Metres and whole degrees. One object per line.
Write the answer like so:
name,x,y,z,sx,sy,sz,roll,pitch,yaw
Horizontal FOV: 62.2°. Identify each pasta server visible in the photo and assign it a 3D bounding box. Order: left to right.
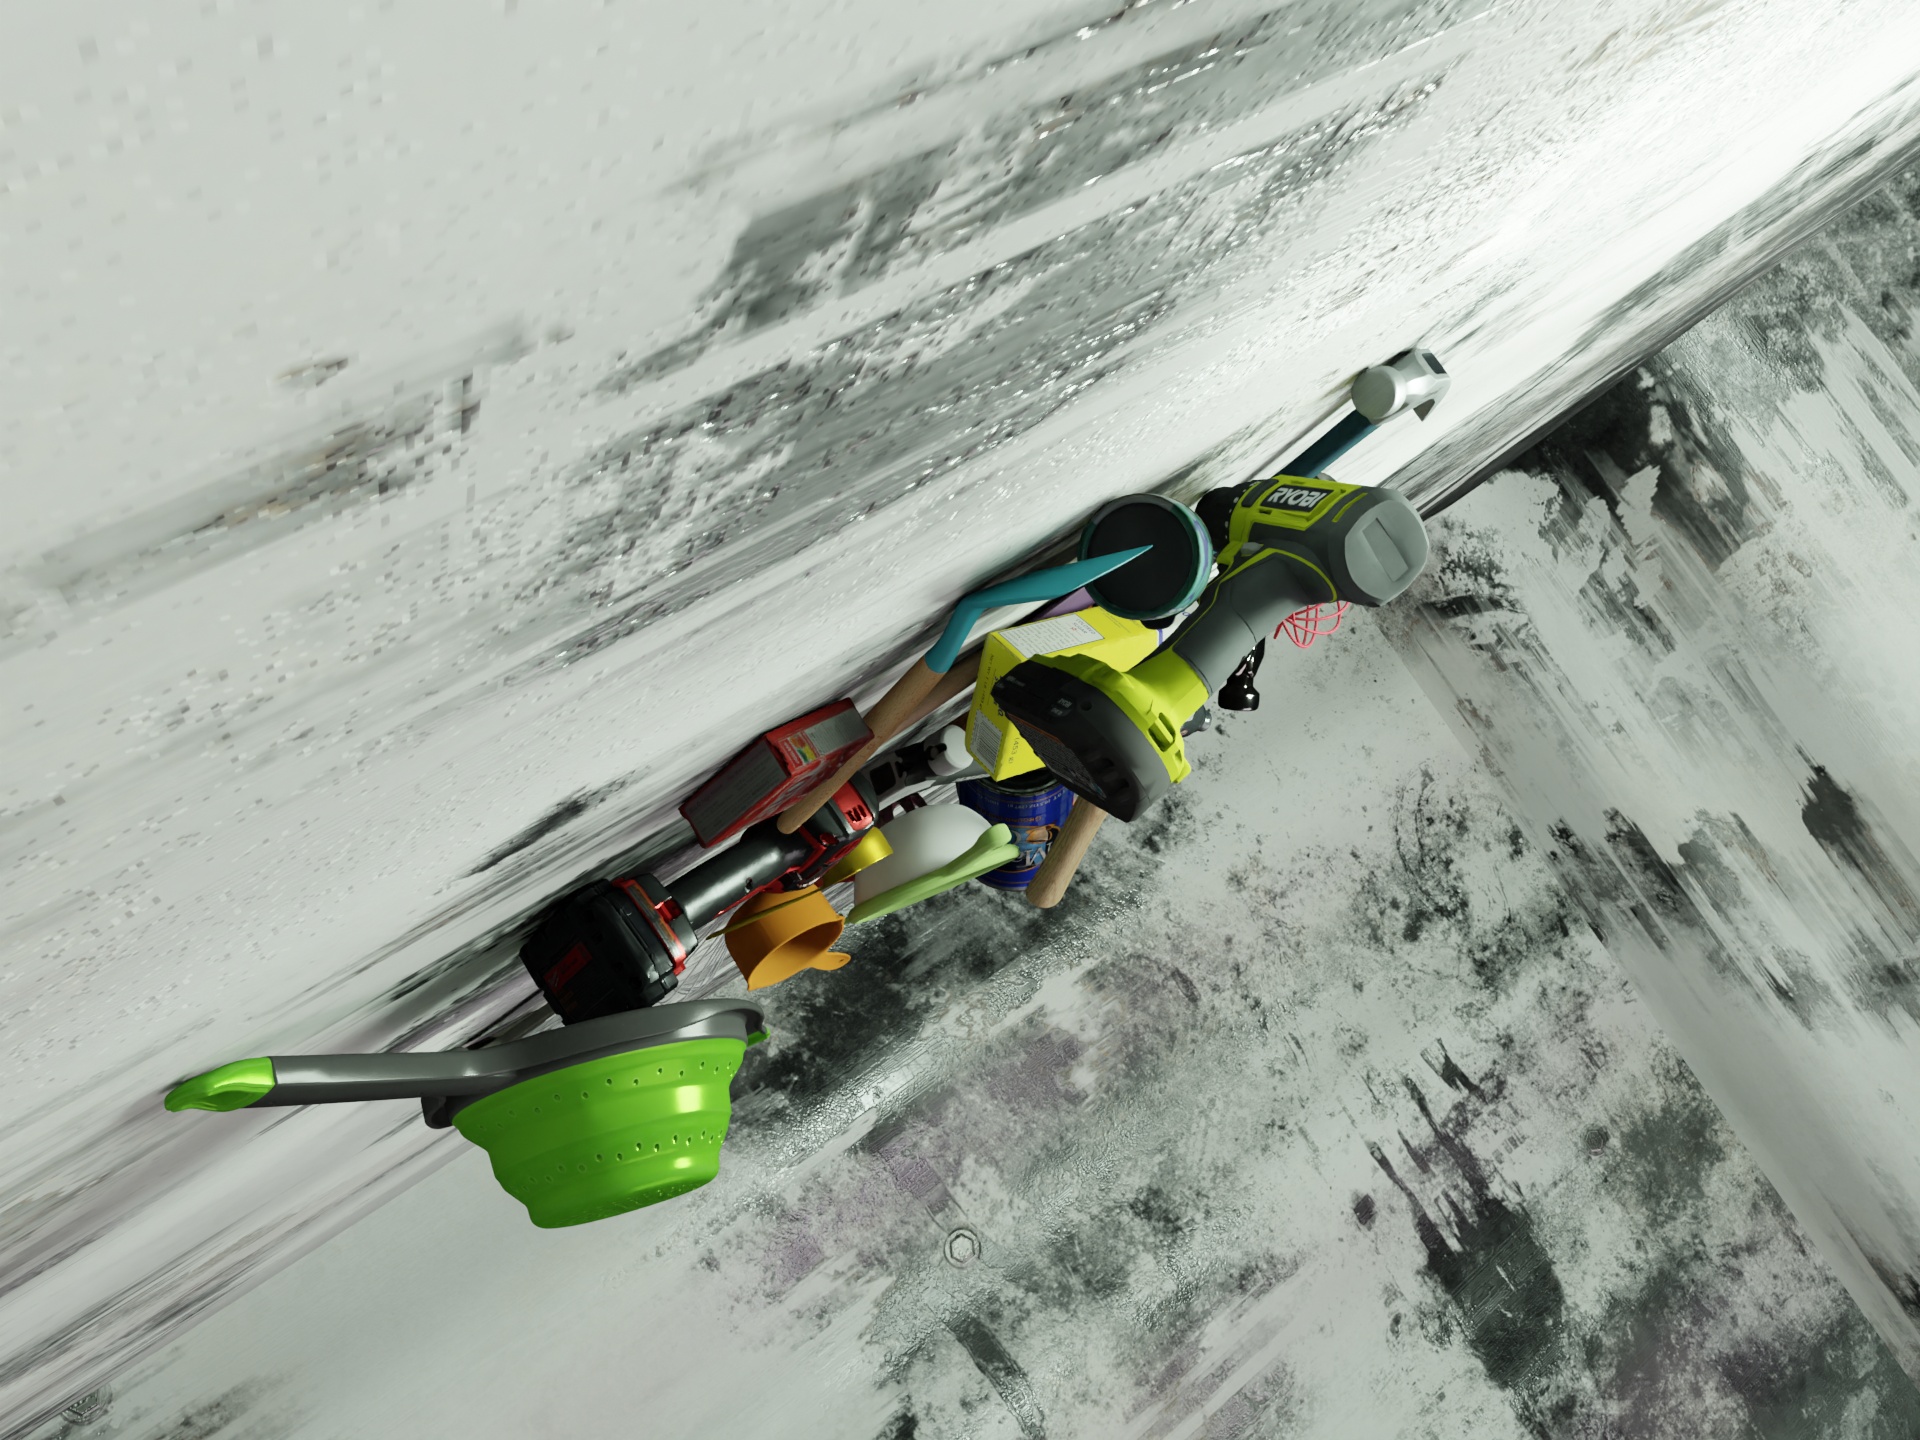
pasta server,-0.072,0.097,1.553,0.060,0.040,0.316,-21,173,-8

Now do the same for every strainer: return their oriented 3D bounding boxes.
strainer,-0.017,0.094,1.252,0.151,0.069,0.256,-20,170,-21

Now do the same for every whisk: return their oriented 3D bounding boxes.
whisk,-0.184,0.149,1.303,0.284,0.070,0.070,-44,169,34
whisk,0.252,-0.128,1.148,0.073,0.073,0.296,-37,-170,29

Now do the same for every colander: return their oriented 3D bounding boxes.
colander,-0.244,0.228,0.869,0.204,0.095,0.396,-25,160,23

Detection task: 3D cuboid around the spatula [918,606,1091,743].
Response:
spatula,-0.002,-0.004,1.191,0.081,0.041,0.322,-28,176,-36

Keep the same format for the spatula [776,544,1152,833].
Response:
spatula,-0.020,-0.009,0.863,0.082,0.044,0.317,-31,170,-46

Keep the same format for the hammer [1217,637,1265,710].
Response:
hammer,0.157,-0.063,1.331,0.038,0.143,0.386,9,-169,36

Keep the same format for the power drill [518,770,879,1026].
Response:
power drill,-0.160,0.111,1.009,0.219,0.078,0.143,-33,175,-41

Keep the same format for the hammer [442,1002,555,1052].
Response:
hammer,-0.246,0.175,1.232,0.359,0.037,0.149,-35,174,19

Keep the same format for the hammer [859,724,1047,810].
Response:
hammer,0.057,0.030,1.251,0.334,0.035,0.146,-7,164,-45

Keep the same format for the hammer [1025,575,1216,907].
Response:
hammer,0.122,0.027,1.219,0.130,0.031,0.331,-18,144,-43

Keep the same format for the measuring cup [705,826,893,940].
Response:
measuring cup,-0.125,0.121,1.189,0.156,0.029,0.062,-25,177,4

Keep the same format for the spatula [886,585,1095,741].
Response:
spatula,-0.001,-0.027,1.007,0.316,0.018,0.059,-33,171,-17

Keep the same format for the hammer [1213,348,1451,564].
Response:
hammer,0.197,-0.143,1.081,0.128,0.033,0.331,-26,171,-46

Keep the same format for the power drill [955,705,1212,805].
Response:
power drill,0.119,0.022,1.500,0.164,0.084,0.226,18,138,-38

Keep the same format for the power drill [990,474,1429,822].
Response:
power drill,0.133,-0.057,0.916,0.228,0.080,0.191,-41,-157,-8

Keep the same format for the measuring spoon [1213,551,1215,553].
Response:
measuring spoon,0.156,-0.099,1.049,0.128,0.021,0.042,-26,159,25

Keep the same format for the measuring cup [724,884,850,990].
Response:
measuring cup,-0.131,0.173,1.287,0.095,0.052,0.173,-38,162,4
